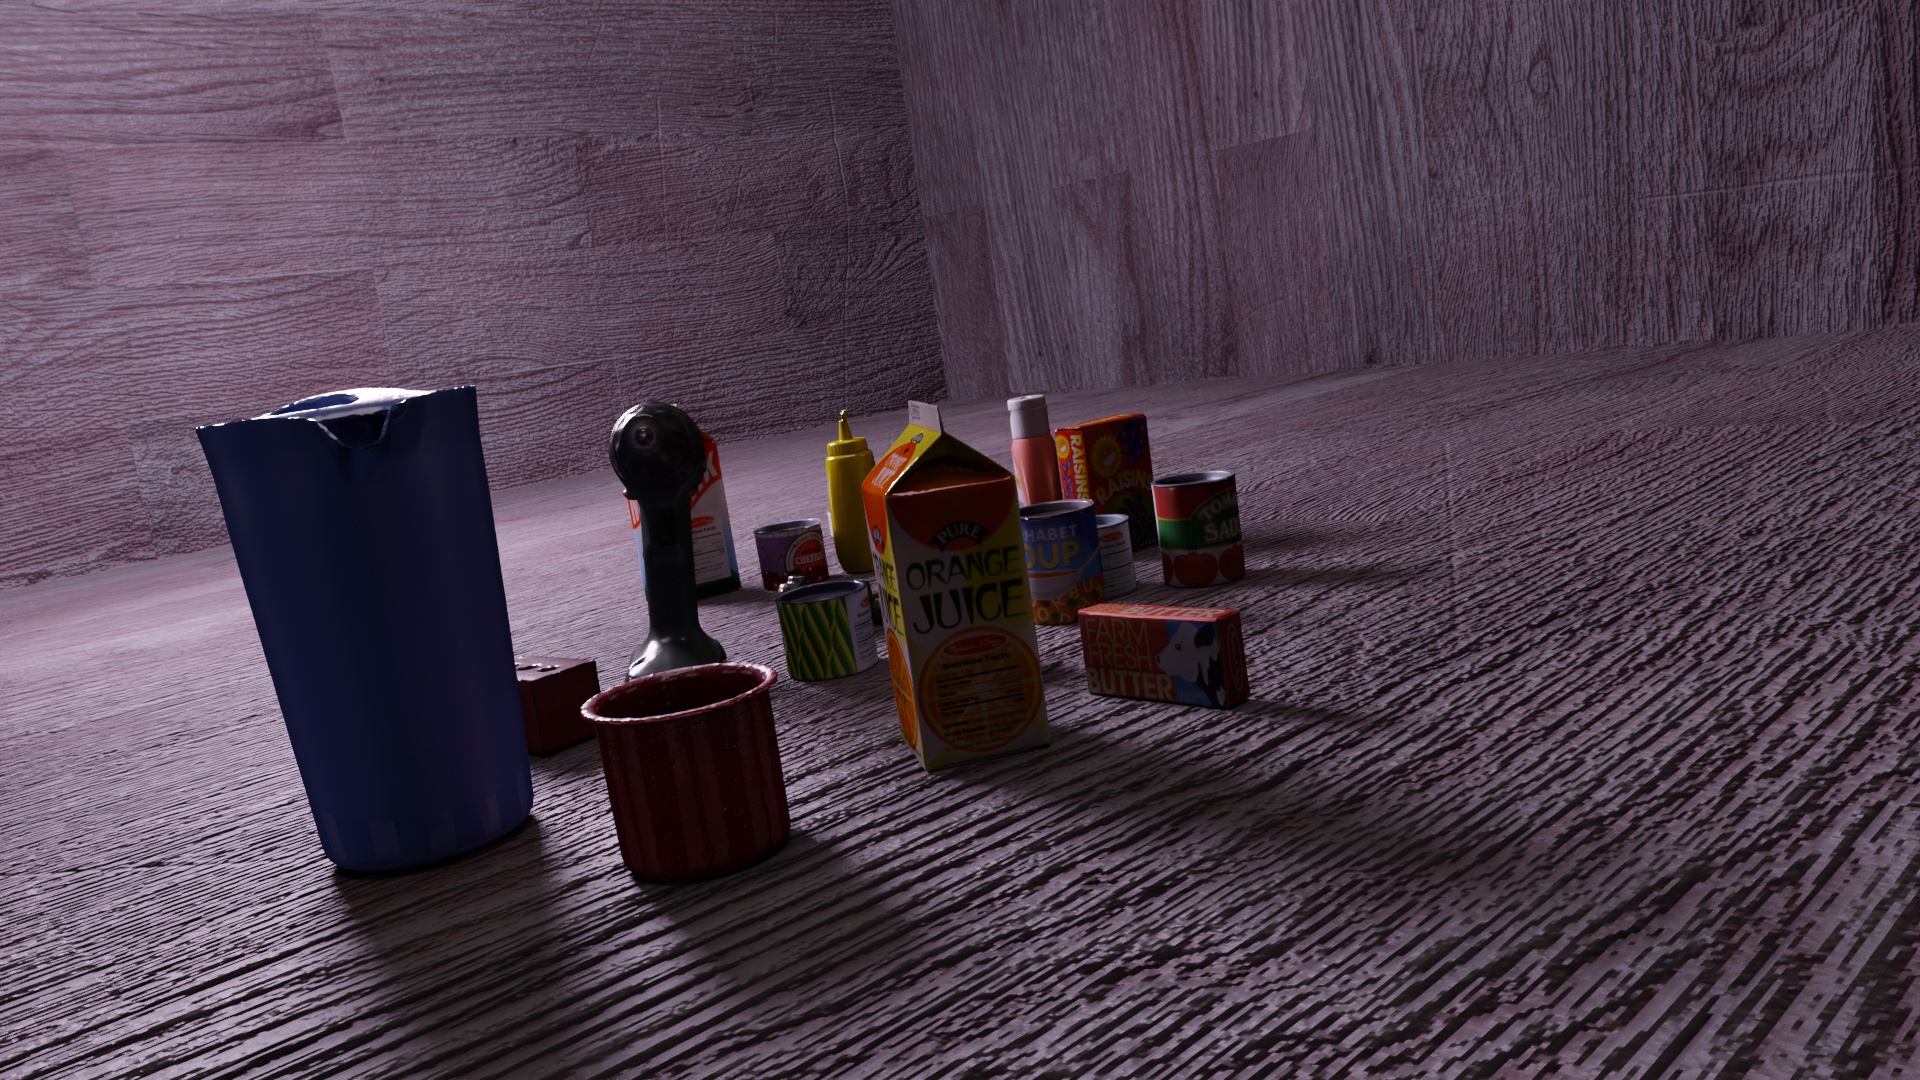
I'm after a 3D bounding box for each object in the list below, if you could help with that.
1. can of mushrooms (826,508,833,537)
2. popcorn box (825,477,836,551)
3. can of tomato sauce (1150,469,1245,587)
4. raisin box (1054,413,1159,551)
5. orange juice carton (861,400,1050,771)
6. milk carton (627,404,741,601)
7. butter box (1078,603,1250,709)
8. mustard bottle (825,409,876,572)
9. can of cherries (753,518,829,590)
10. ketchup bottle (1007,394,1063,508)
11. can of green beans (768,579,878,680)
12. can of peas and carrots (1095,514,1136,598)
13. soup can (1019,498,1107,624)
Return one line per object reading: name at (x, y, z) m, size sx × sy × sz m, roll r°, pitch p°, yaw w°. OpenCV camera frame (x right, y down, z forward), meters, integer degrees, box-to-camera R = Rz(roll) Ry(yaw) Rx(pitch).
can of mushrooms at (-0.120, -0.025, 1.626) m, size 0.071 × 0.033 × 0.071 m, roll -8°, pitch 9°, yaw 1°
popcorn box at (-0.082, -0.039, 1.516) m, size 0.127 × 0.085 × 0.038 m, roll -15°, pitch 11°, yaw -37°
can of tomato sauce at (0.191, -0.010, 1.101) m, size 0.071 × 0.083 × 0.071 m, roll -8°, pitch 9°, yaw 1°
raisin box at (0.135, -0.049, 1.264) m, size 0.086 × 0.123 × 0.040 m, roll -15°, pitch 11°, yaw -38°
orange juice carton at (-0.006, 0.019, 0.761) m, size 0.073 × 0.192 × 0.072 m, roll -10°, pitch 9°, yaw -12°
milk carton at (-0.278, -0.038, 1.361) m, size 0.074 × 0.190 × 0.072 m, roll -15°, pitch 11°, yaw -38°
butter box at (0.116, 0.065, 0.805) m, size 0.103 × 0.053 × 0.024 m, roll 1°, pitch 13°, yaw 45°
mustard bottle at (-0.105, -0.050, 1.374) m, size 0.049 × 0.160 × 0.065 m, roll -6°, pitch 9°, yaw 16°
can of cherries at (-0.163, 0.013, 1.355) m, size 0.071 × 0.058 × 0.071 m, roll -8°, pitch 9°, yaw 1°
ketchup bottle at (0.074, -0.064, 1.332) m, size 0.043 × 0.148 × 0.065 m, roll -8°, pitch 9°, yaw 1°
can of green beans at (-0.095, 0.063, 0.990) m, size 0.071 × 0.057 × 0.071 m, roll -8°, pitch 9°, yaw 1°
can of peas and carrots at (0.104, 0.013, 1.115) m, size 0.071 × 0.058 × 0.071 m, roll -8°, pitch 9°, yaw 1°
soup can at (0.073, 0.016, 1.047) m, size 0.071 × 0.083 × 0.071 m, roll -8°, pitch 9°, yaw 1°
